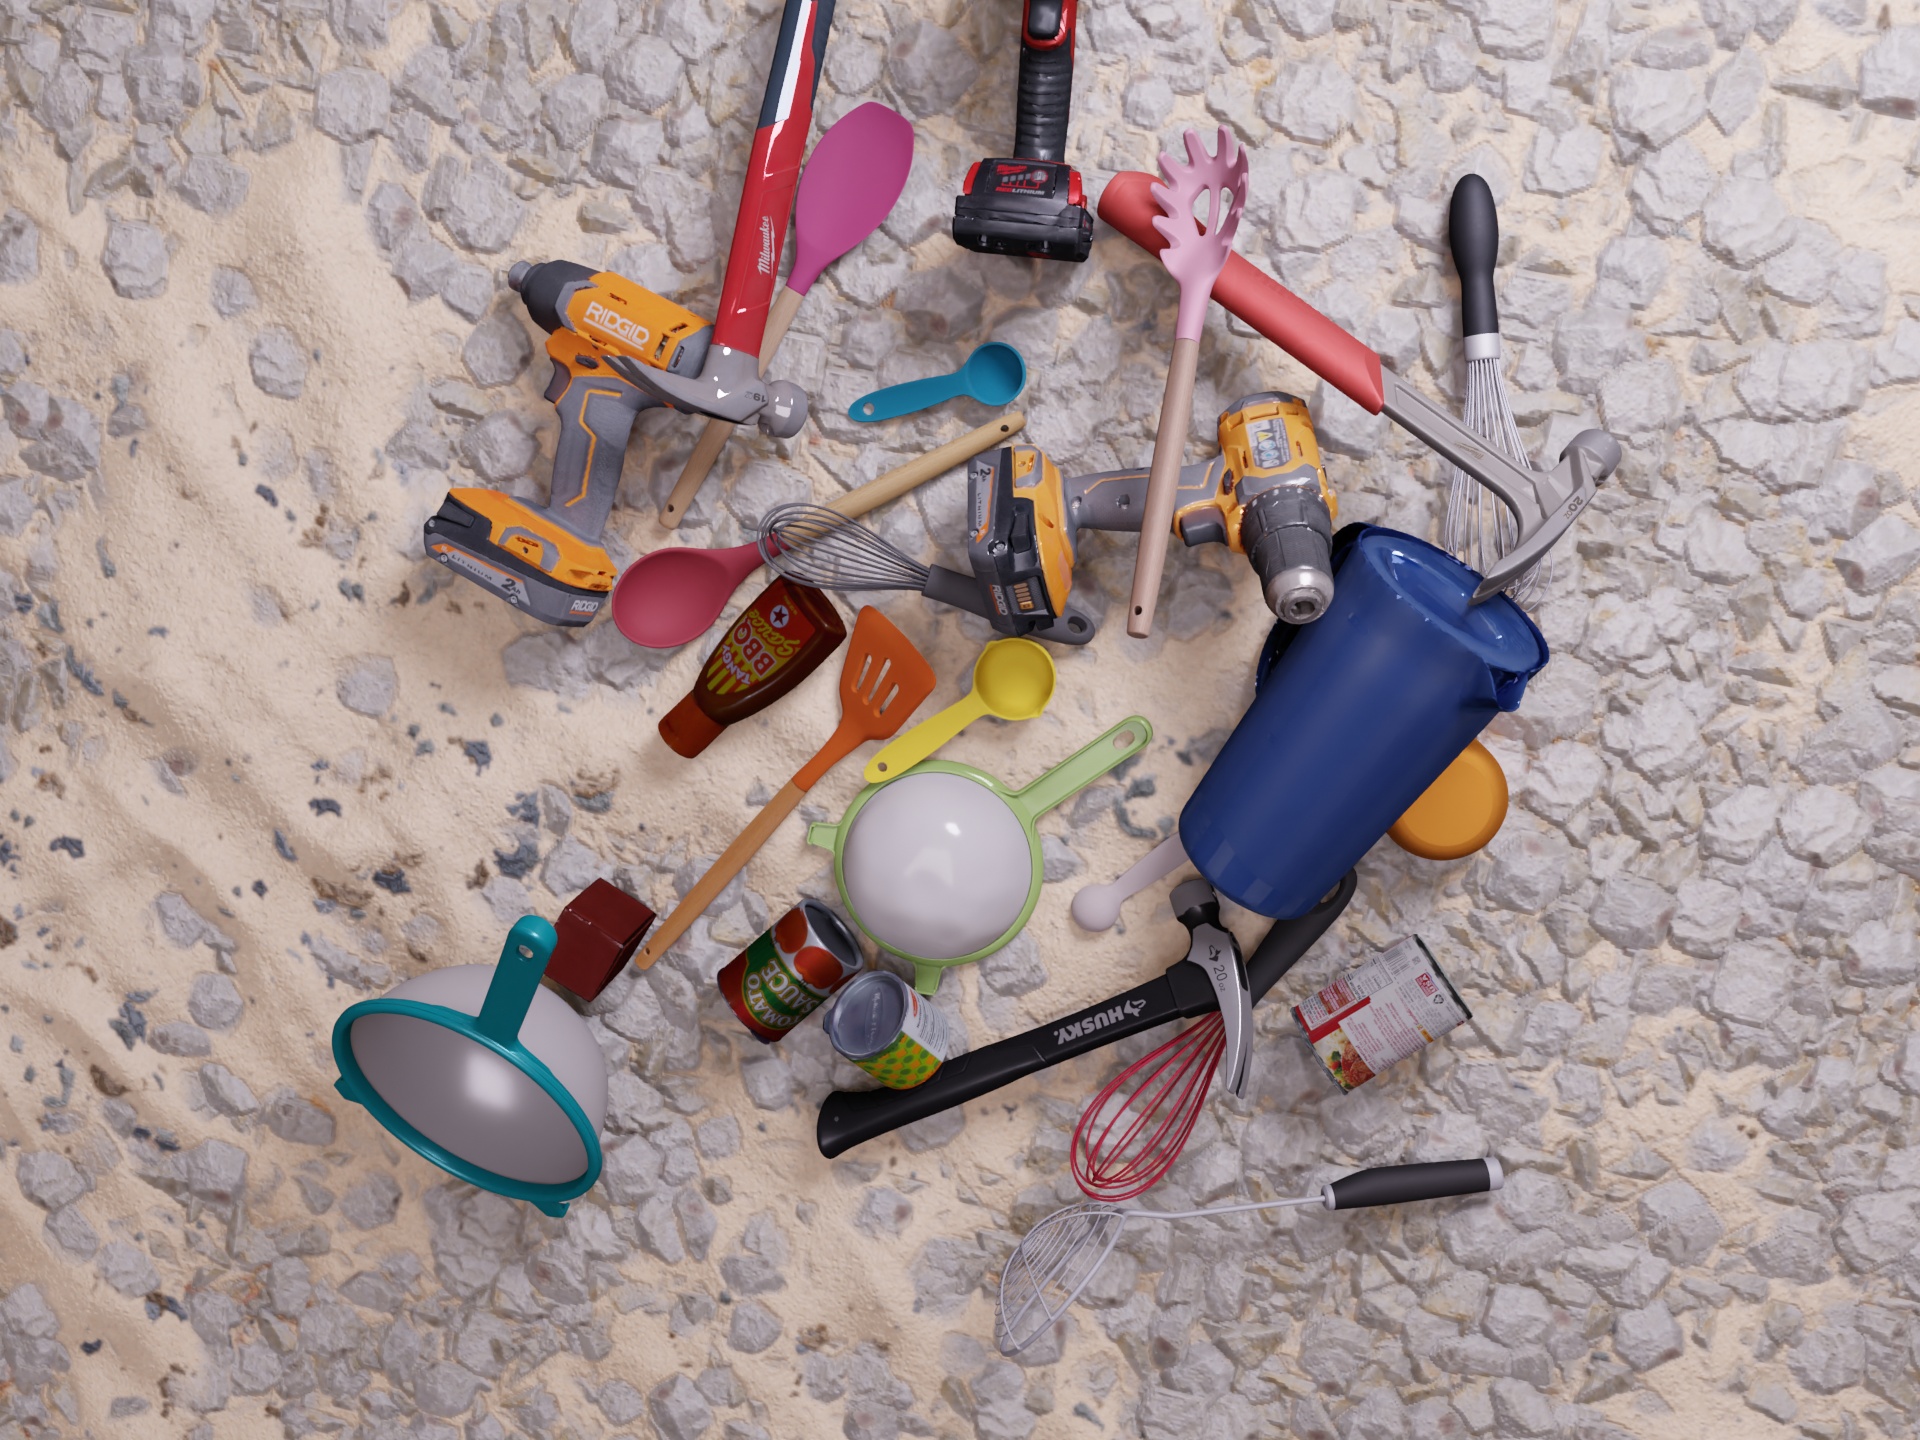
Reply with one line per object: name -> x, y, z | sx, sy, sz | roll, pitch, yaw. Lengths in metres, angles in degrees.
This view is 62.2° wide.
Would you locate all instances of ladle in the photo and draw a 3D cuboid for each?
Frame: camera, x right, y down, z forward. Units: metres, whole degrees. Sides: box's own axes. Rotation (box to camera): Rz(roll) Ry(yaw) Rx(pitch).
ladle -> -0.098, -0.137, 1.095 | 0.315, 0.031, 0.069 | -26, 113, 8

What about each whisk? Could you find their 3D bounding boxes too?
whisk -> 0.335, -0.205, 1.019 | 0.070, 0.070, 0.284 | -5, 93, 8
whisk -> 0.177, 0.215, 1.104 | 0.073, 0.073, 0.296 | 38, 96, 0
whisk -> -0.022, -0.092, 1.072 | 0.239, 0.055, 0.055 | 17, 101, -7

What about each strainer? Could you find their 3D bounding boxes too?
strainer -> 0.023, 0.077, 1.092 | 0.256, 0.069, 0.151 | -35, 93, 12
strainer -> -0.306, 0.204, 1.091 | 0.211, 0.095, 0.340 | 31, 134, -2

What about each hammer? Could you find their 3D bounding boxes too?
hammer -> -0.123, -0.385, 1.007 | 0.038, 0.143, 0.386 | 14, 93, 44
hammer -> 0.046, 0.238, 1.109 | 0.335, 0.035, 0.146 | -25, 58, 16
hammer -> 0.222, -0.222, 0.979 | 0.359, 0.036, 0.149 | 41, 64, 16

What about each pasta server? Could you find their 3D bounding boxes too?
pasta server -> 0.128, -0.203, 0.946 | 0.060, 0.040, 0.316 | 4, 77, 28

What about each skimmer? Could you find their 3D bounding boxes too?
skimmer -> 0.200, 0.370, 1.106 | 0.363, 0.127, 0.090 | -8, 82, 0

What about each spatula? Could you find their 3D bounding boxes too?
spatula -> -0.134, 0.062, 1.124 | 0.322, 0.041, 0.081 | -48, 67, 13

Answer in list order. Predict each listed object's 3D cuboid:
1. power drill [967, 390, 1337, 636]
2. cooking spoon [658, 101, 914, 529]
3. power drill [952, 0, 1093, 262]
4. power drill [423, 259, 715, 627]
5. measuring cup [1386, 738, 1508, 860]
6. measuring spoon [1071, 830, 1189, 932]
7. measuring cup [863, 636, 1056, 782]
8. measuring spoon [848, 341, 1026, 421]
power drill -> 0.122, -0.116, 0.998 | 0.226, 0.186, 0.084 | -10, 135, 10
cooking spoon -> -0.125, -0.269, 1.082 | 0.069, 0.017, 0.319 | 33, 101, 9
power drill -> 0.047, -0.399, 0.958 | 0.080, 0.188, 0.226 | 7, 104, 6
power drill -> -0.272, -0.196, 1.080 | 0.164, 0.084, 0.226 | 30, 98, 11
measuring cup -> 0.322, 0.009, 1.052 | 0.095, 0.052, 0.173 | 4, 101, 6
measuring spoon -> 0.130, 0.107, 1.109 | 0.124, 0.018, 0.034 | -37, 93, 10
measuring cup -> -0.002, -0.004, 1.106 | 0.156, 0.029, 0.062 | -33, 94, 13
measuring spoon -> -0.015, -0.224, 1.080 | 0.128, 0.021, 0.042 | -11, 98, 18
